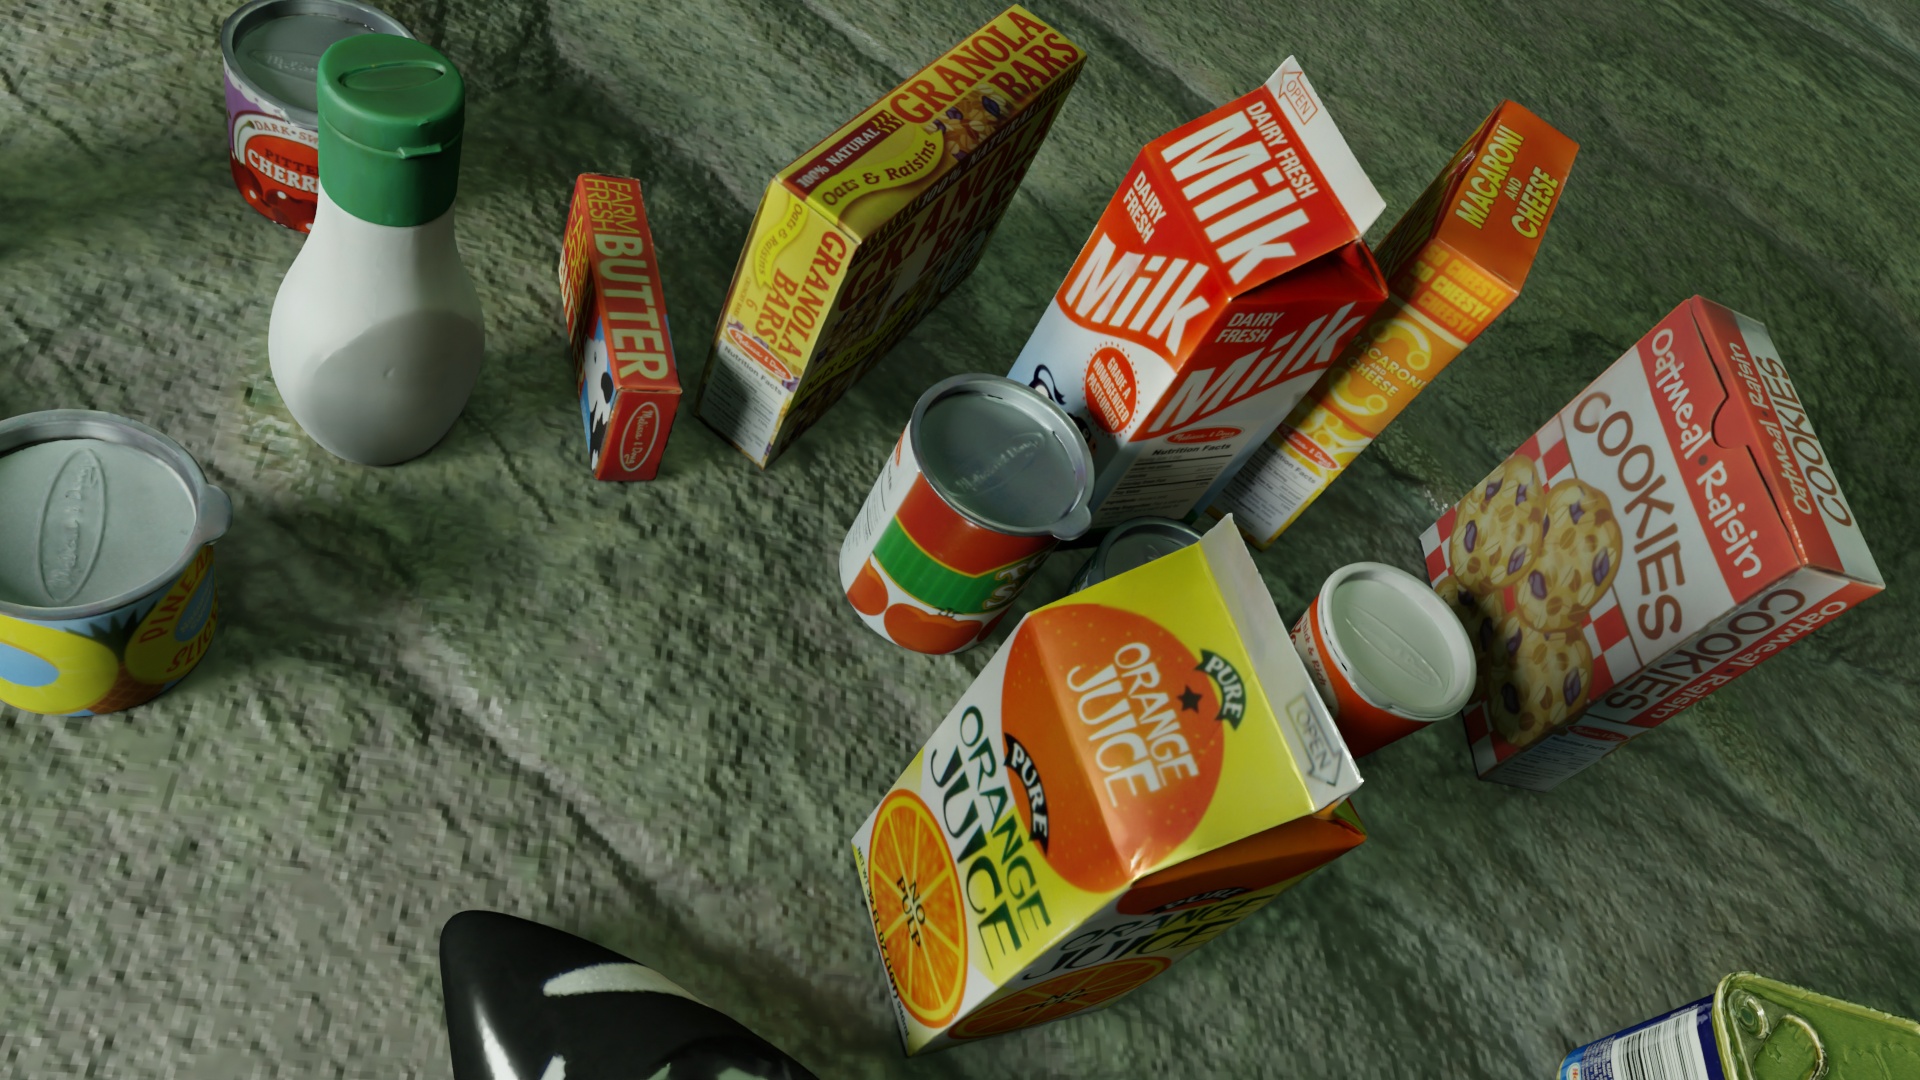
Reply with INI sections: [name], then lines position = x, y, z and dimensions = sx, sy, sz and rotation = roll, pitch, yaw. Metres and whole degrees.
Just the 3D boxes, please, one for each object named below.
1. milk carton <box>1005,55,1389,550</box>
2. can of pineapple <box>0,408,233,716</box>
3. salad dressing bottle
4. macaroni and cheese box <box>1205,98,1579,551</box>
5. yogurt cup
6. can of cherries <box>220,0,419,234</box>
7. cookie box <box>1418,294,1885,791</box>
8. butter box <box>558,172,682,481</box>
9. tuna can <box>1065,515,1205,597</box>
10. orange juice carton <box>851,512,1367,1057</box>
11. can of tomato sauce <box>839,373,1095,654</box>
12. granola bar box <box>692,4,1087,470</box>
[milk carton]
position = 0.085, -0.079, 0.511
dimensions = 0.073, 0.189, 0.072
rotation = -6, 60, -29
[can of pineapple]
position = -0.240, 0.008, 0.382
dimensions = 0.071, 0.057, 0.071
rotation = 13, 52, -17
[salad dressing bottle]
position = -0.174, -0.082, 0.419
dimensions = 0.064, 0.147, 0.044
rotation = -22, 68, -35
[macaroni and cheese box]
position = 0.172, -0.086, 0.573
dimensions = 0.040, 0.165, 0.124
rotation = 36, 49, 2
[yogurt cup]
position = 0.156, 0.050, 0.541
dimensions = 0.072, 0.053, 0.073
rotation = 13, 52, -17
[can of cherries]
position = -0.230, -0.151, 0.501
dimensions = 0.071, 0.058, 0.072
rotation = 13, 52, -17
[cookie box]
position = 0.256, 0.006, 0.545
dimensions = 0.040, 0.166, 0.123
rotation = 13, 52, -17
[butter box]
position = -0.124, -0.078, 0.501
dimensions = 0.024, 0.052, 0.104
rotation = -1, 58, -26
[tuna can]
position = 0.073, 0.026, 0.532
dimensions = 0.071, 0.032, 0.071
rotation = 13, 52, -17
[orange juice carton]
position = 0.039, 0.073, 0.377
dimensions = 0.073, 0.191, 0.072
rotation = -3, 58, -27
[can of tomato sauce]
position = 0.002, -0.006, 0.489
dimensions = 0.071, 0.082, 0.071
rotation = 13, 52, -17
[granola bar box]
position = -0.027, -0.118, 0.530
dimensions = 0.039, 0.123, 0.166
rotation = 37, 49, 3
